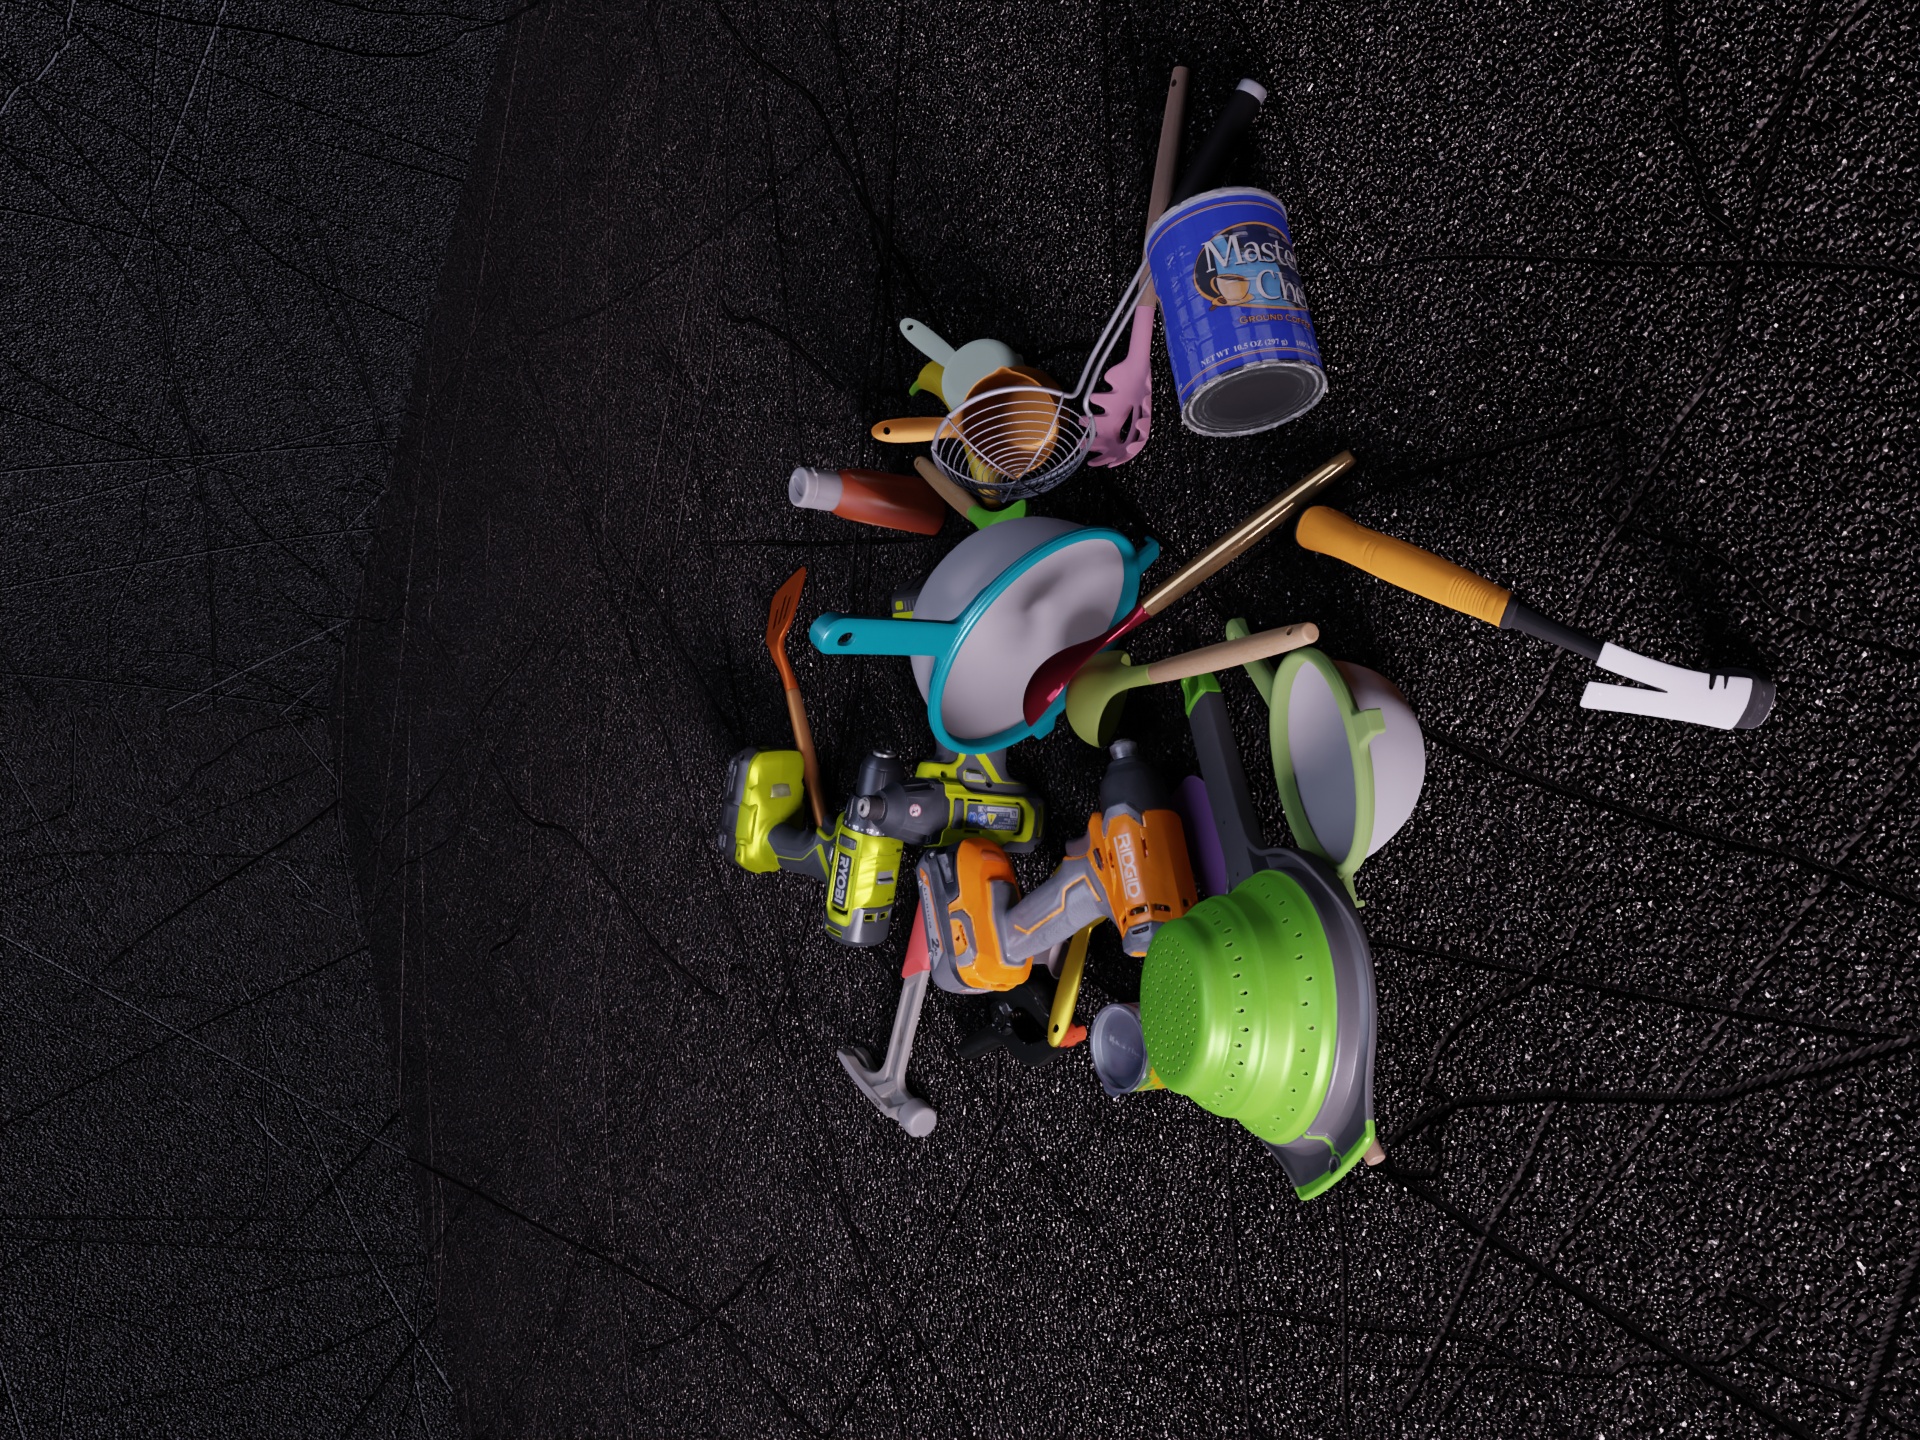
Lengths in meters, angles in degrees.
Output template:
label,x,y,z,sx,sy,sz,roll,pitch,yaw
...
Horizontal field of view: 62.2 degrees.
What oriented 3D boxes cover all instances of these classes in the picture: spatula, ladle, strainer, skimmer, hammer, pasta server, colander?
label,x,y,z,sx,sy,sz,roll,pitch,yaw
spatula,-0.168,-0.010,1.715,0.081,0.041,0.323,-36,62,49
ladle,0.156,-0.095,1.154,0.315,0.031,0.069,-37,12,26
strainer,-0.007,-0.081,1.184,0.095,0.340,0.211,44,117,30
skimmer,0.108,-0.327,1.216,0.090,0.127,0.363,38,100,45
strainer,0.247,-0.004,1.067,0.257,0.069,0.151,-108,13,-56
hammer,0.303,-0.073,0.944,0.337,0.127,0.034,41,120,56
ladle,0.163,-0.032,1.134,0.320,0.062,0.078,-15,51,65
pasta server,0.146,-0.356,1.257,0.060,0.040,0.316,14,98,44
hammer,-0.036,0.198,1.487,0.149,0.036,0.359,34,116,52
spatula,0.219,0.167,1.123,0.059,0.018,0.316,-55,44,37
colander,0.166,0.118,1.073,0.204,0.094,0.398,112,156,-50

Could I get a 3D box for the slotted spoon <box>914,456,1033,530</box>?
label,x,y,z,sx,sy,sz,roll,pitch,yaw
slotted spoon,0.007,-0.192,1.410,0.070,0.031,0.314,-63,26,13

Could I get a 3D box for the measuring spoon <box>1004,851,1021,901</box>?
label,x,y,z,sx,sy,sz,roll,pitch,yaw
measuring spoon,0.043,0.126,1.401,0.021,0.011,0.117,-33,64,51

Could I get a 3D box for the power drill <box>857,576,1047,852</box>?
label,x,y,z,sx,sy,sz,roll,pitch,yaw
power drill,-0.002,-0.004,1.336,0.080,0.171,0.223,-1,83,56

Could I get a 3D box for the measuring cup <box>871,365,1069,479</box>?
label,x,y,z,sx,sy,sz,roll,pitch,yaw
measuring cup,0.011,-0.258,1.370,0.174,0.052,0.095,1,111,23

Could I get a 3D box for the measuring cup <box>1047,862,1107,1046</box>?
label,x,y,z,sx,sy,sz,roll,pitch,yaw
measuring cup,0.086,0.184,1.281,0.062,0.029,0.156,6,79,47

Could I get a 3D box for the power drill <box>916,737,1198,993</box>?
label,x,y,z,sx,sy,sz,roll,pitch,yaw
power drill,0.075,0.118,1.236,0.226,0.084,0.164,-22,68,35

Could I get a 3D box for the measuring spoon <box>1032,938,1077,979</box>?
label,x,y,z,sx,sy,sz,roll,pitch,yaw
measuring spoon,0.068,0.199,1.355,0.124,0.018,0.034,-2,77,63

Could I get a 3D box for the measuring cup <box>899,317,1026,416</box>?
label,x,y,z,sx,sy,sz,roll,pitch,yaw
measuring cup,-0.009,-0.328,1.433,0.083,0.038,0.168,-48,59,3

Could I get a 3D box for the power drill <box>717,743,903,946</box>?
label,x,y,z,sx,sy,sz,roll,pitch,yaw
power drill,-0.142,0.101,1.600,0.229,0.080,0.190,21,106,44
